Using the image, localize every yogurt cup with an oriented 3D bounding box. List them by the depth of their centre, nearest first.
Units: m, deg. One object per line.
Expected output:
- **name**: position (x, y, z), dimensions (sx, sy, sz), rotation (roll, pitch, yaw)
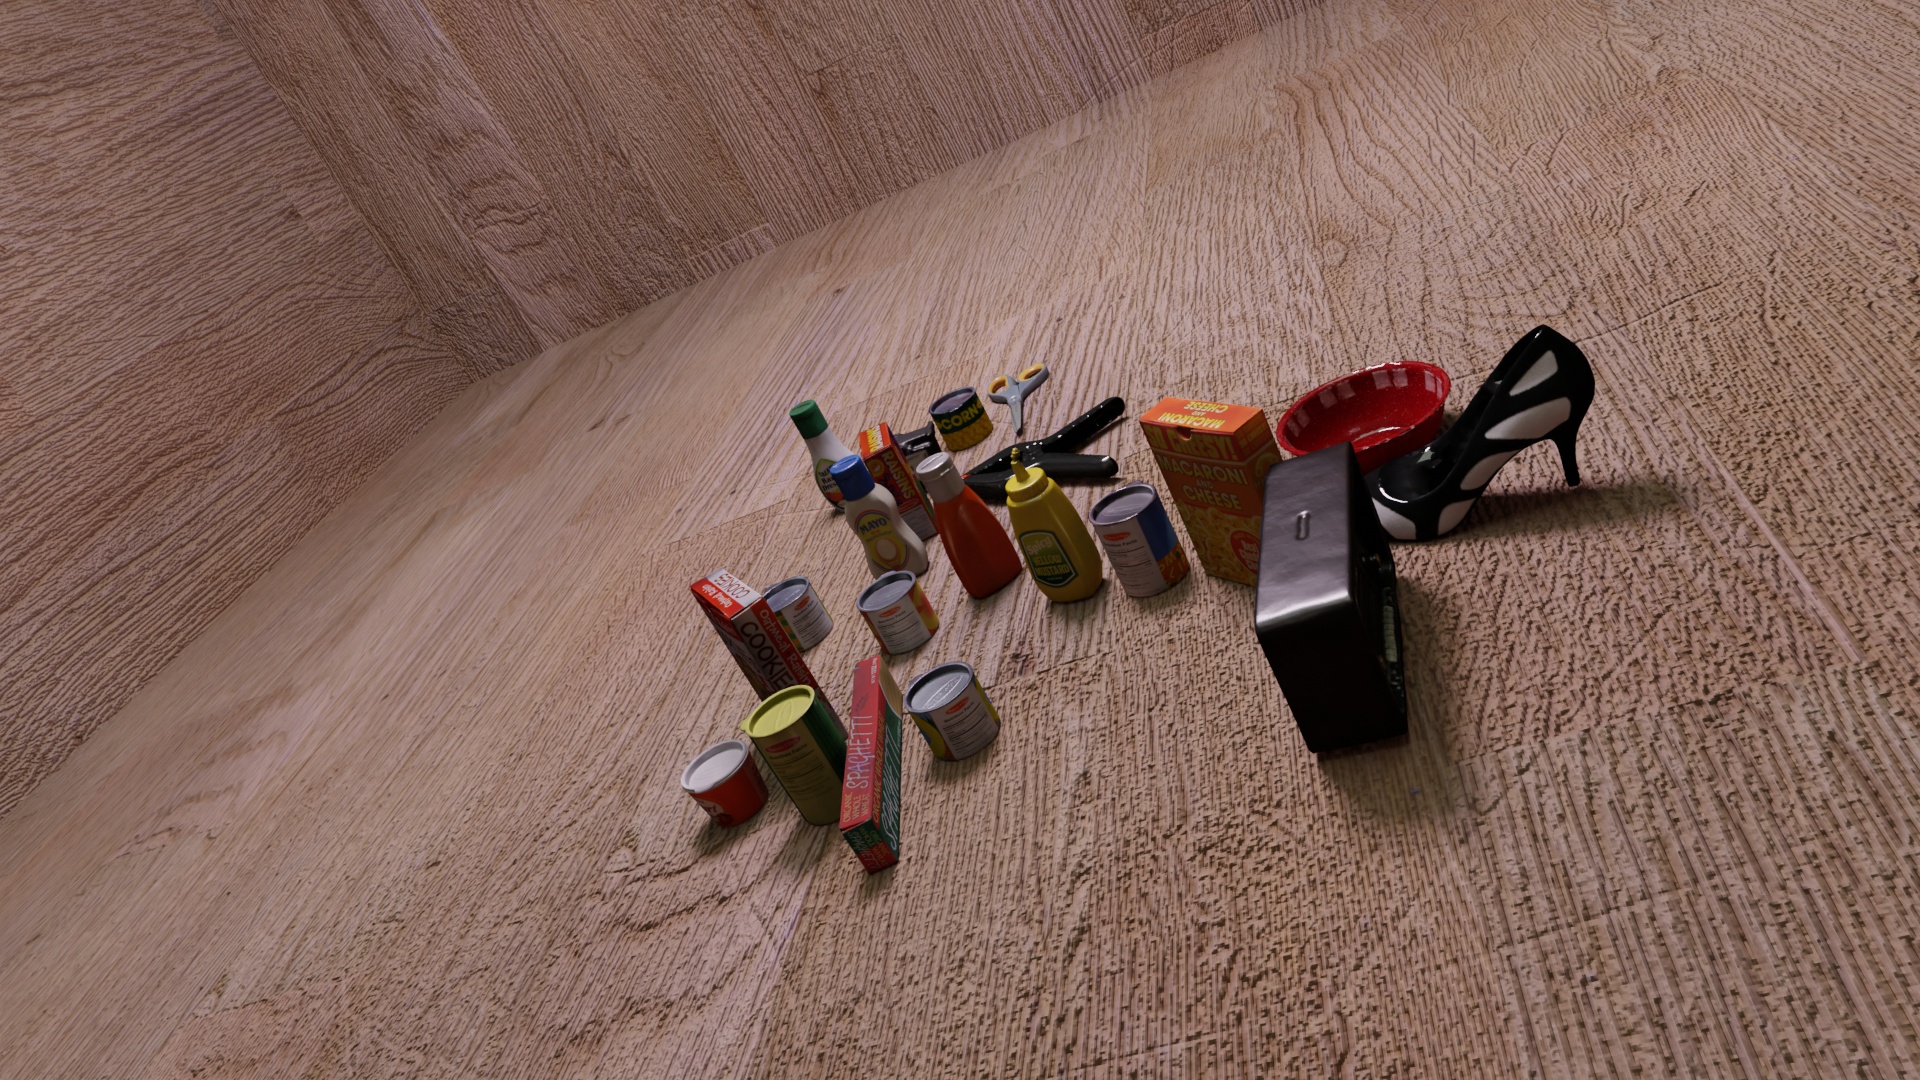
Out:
- **yogurt cup**: position (-0.210, 0.221, 1.257), dimensions (0.072, 0.053, 0.073), rotation (-23, 24, 11)

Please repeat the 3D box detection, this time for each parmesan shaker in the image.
- **parmesan shaker**: position (-0.132, 0.185, 1.188), dimensions (0.071, 0.102, 0.071), rotation (-23, 24, 11)

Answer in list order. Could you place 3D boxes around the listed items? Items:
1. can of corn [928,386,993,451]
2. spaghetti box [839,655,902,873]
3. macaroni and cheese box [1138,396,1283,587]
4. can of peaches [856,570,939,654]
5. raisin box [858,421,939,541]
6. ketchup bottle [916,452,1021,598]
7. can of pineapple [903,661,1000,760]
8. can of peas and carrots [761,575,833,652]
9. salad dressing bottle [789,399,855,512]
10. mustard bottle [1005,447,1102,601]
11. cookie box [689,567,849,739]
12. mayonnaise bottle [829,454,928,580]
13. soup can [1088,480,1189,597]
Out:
- **can of corn**: position (0.001, -0.155, 1.776), dimensions (0.071, 0.058, 0.071), rotation (-23, 24, 11)
- **spaghetti box**: position (-0.074, 0.185, 1.191), dimensions (0.028, 0.050, 0.251), rotation (-24, 24, 10)
- **macaroni and cheese box**: position (0.229, -0.037, 1.169), dimensions (0.040, 0.166, 0.124), rotation (-37, 25, -20)
- **can of peaches**: position (-0.062, 0.071, 1.394), dimensions (0.071, 0.058, 0.071), rotation (-23, 24, 11)
- **raisin box**: position (-0.072, -0.066, 1.597), dimensions (0.040, 0.123, 0.086), rotation (-26, 24, 5)
- **ketchup bottle**: position (0.005, -0.017, 1.388), dimensions (0.065, 0.148, 0.043), rotation (-37, 25, -18)
- **can of pineapple**: position (-0.007, 0.145, 1.189), dimensions (0.071, 0.057, 0.071), rotation (-23, 24, 11)
- **can of peas and carrots**: position (-0.180, 0.080, 1.500), dimensions (0.071, 0.058, 0.071), rotation (-23, 24, 11)
- **salad dressing bottle**: position (-0.165, -0.107, 1.747), dimensions (0.064, 0.147, 0.044), rotation (-17, 26, 24)
- **mustard bottle**: position (0.078, -0.016, 1.295), dimensions (0.065, 0.159, 0.049), rotation (-10, 29, 35)
- **cookie box**: position (-0.181, 0.113, 1.303), dimensions (0.040, 0.167, 0.123), rotation (-36, 25, -17)
- **mayonnaise bottle**: position (-0.092, -0.022, 1.501), dimensions (0.064, 0.147, 0.041), rotation (-22, 24, 14)
- **soup can**: position (0.165, -0.002, 1.268), dimensions (0.071, 0.083, 0.071), rotation (-23, 24, 11)
